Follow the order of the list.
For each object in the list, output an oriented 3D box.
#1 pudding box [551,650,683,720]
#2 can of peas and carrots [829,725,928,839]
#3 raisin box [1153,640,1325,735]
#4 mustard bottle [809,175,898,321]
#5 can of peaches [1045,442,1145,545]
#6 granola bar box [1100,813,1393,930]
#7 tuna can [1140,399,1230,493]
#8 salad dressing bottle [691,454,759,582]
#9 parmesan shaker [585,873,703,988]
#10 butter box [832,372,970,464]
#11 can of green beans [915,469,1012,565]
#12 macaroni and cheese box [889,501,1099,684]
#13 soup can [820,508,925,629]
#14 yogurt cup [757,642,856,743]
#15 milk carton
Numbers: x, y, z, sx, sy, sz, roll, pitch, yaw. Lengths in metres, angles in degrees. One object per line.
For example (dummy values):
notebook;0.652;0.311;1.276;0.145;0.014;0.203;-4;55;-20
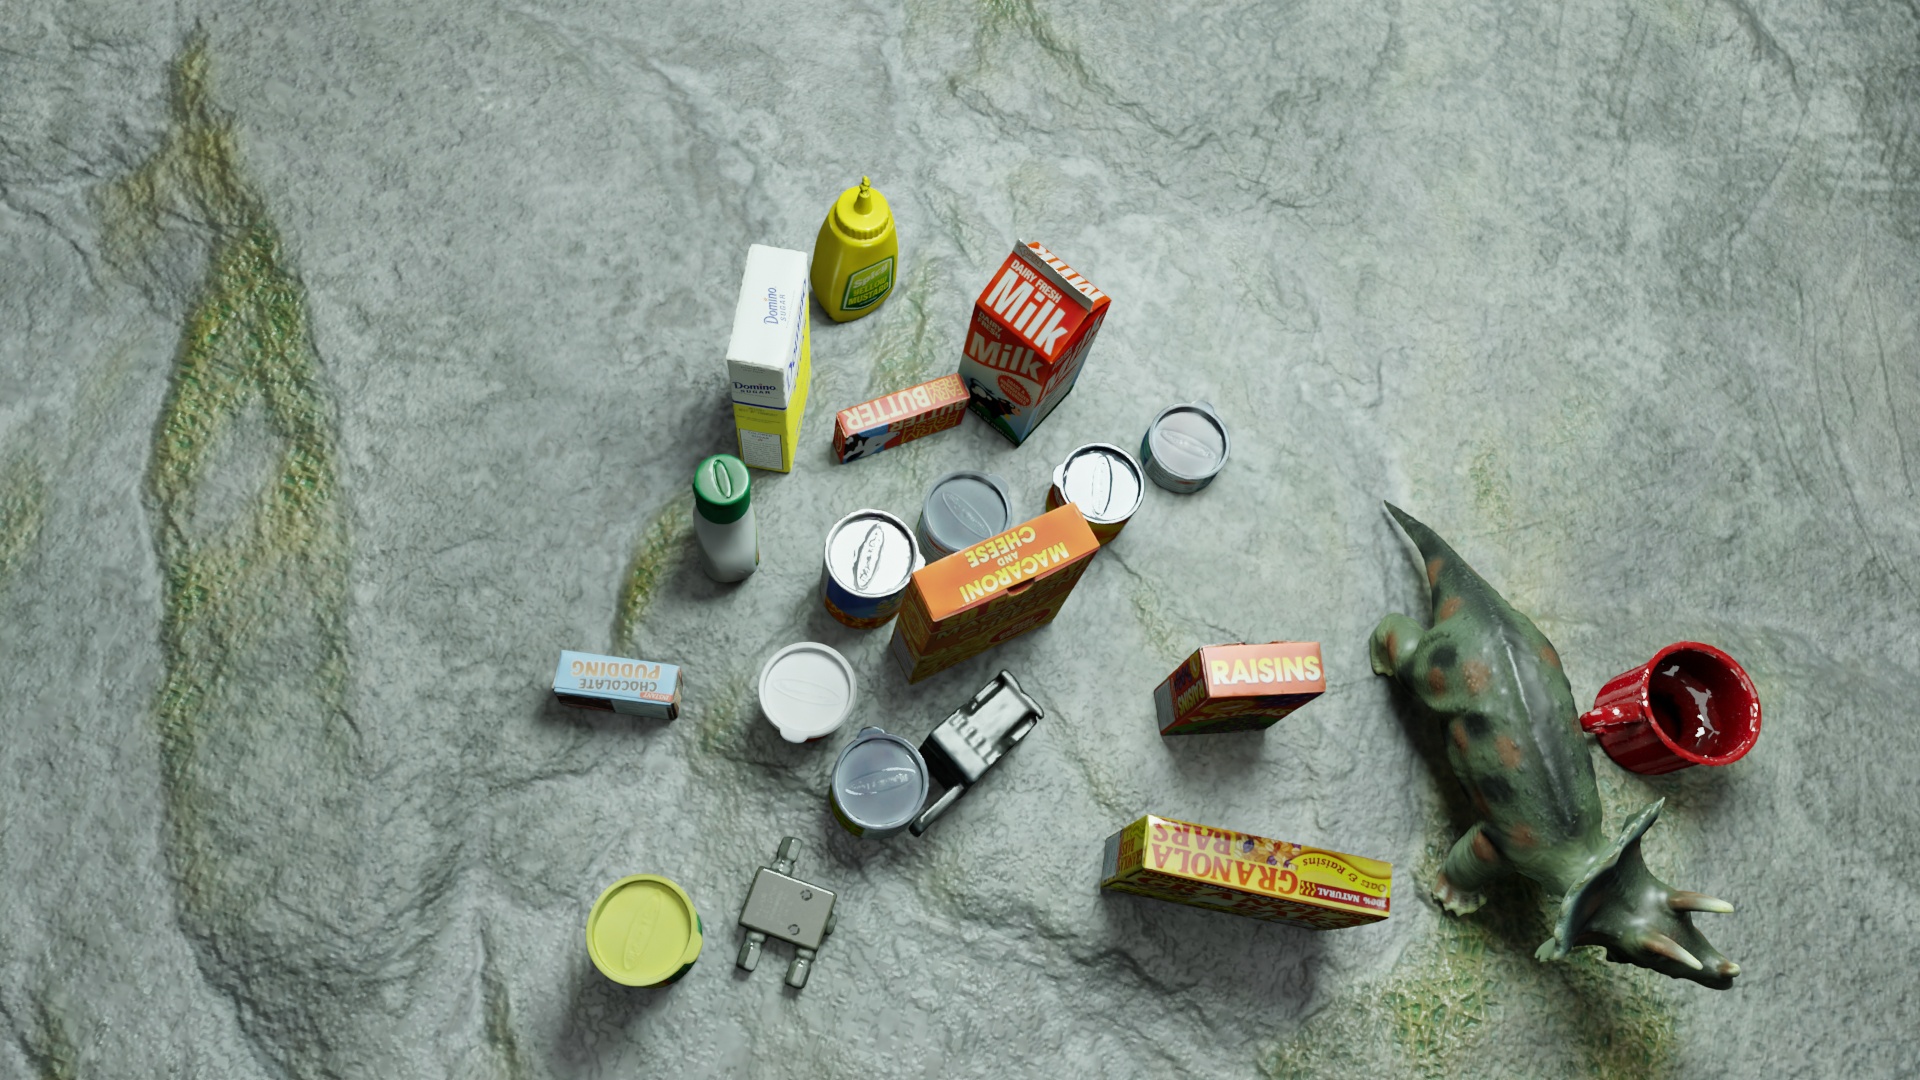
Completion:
pudding box;-0.238;0.102;0.970;0.084;0.049;0.030;8;70;-5
can of peas and carrots;-0.058;0.169;0.965;0.071;0.058;0.071;3;70;-7
raisin box;0.196;0.106;0.989;0.086;0.123;0.040;-1;71;-8
mustard bottle;-0.078;-0.224;1.052;0.065;0.159;0.049;-29;77;-16
can of peaches;0.100;-0.035;1.062;0.071;0.058;0.071;3;70;-7
granola bar box;0.189;0.229;0.943;0.166;0.123;0.039;12;69;-3
tuna can;0.178;-0.075;1.101;0.071;0.032;0.071;3;70;-7
salad dressing bottle;-0.164;-0.015;0.970;0.044;0.147;0.064;-14;73;-12
parmesan shaker;-0.198;0.254;0.891;0.071;0.102;0.071;3;70;-7
butter box;-0.046;-0.094;1.066;0.104;0.053;0.024;-20;74;-14
can of green beans;0.002;-0.012;1.040;0.071;0.057;0.071;3;70;-7
macaroni and cheese box;0.020;0.041;0.966;0.124;0.166;0.040;-24;75;-15
soup can;-0.065;0.023;1.004;0.071;0.083;0.071;3;70;-7
yogurt cup;-0.109;0.111;0.982;0.072;0.053;0.072;3;70;-7
milk carton;0.053;-0.151;1.027;0.072;0.190;0.074;40;70;7
